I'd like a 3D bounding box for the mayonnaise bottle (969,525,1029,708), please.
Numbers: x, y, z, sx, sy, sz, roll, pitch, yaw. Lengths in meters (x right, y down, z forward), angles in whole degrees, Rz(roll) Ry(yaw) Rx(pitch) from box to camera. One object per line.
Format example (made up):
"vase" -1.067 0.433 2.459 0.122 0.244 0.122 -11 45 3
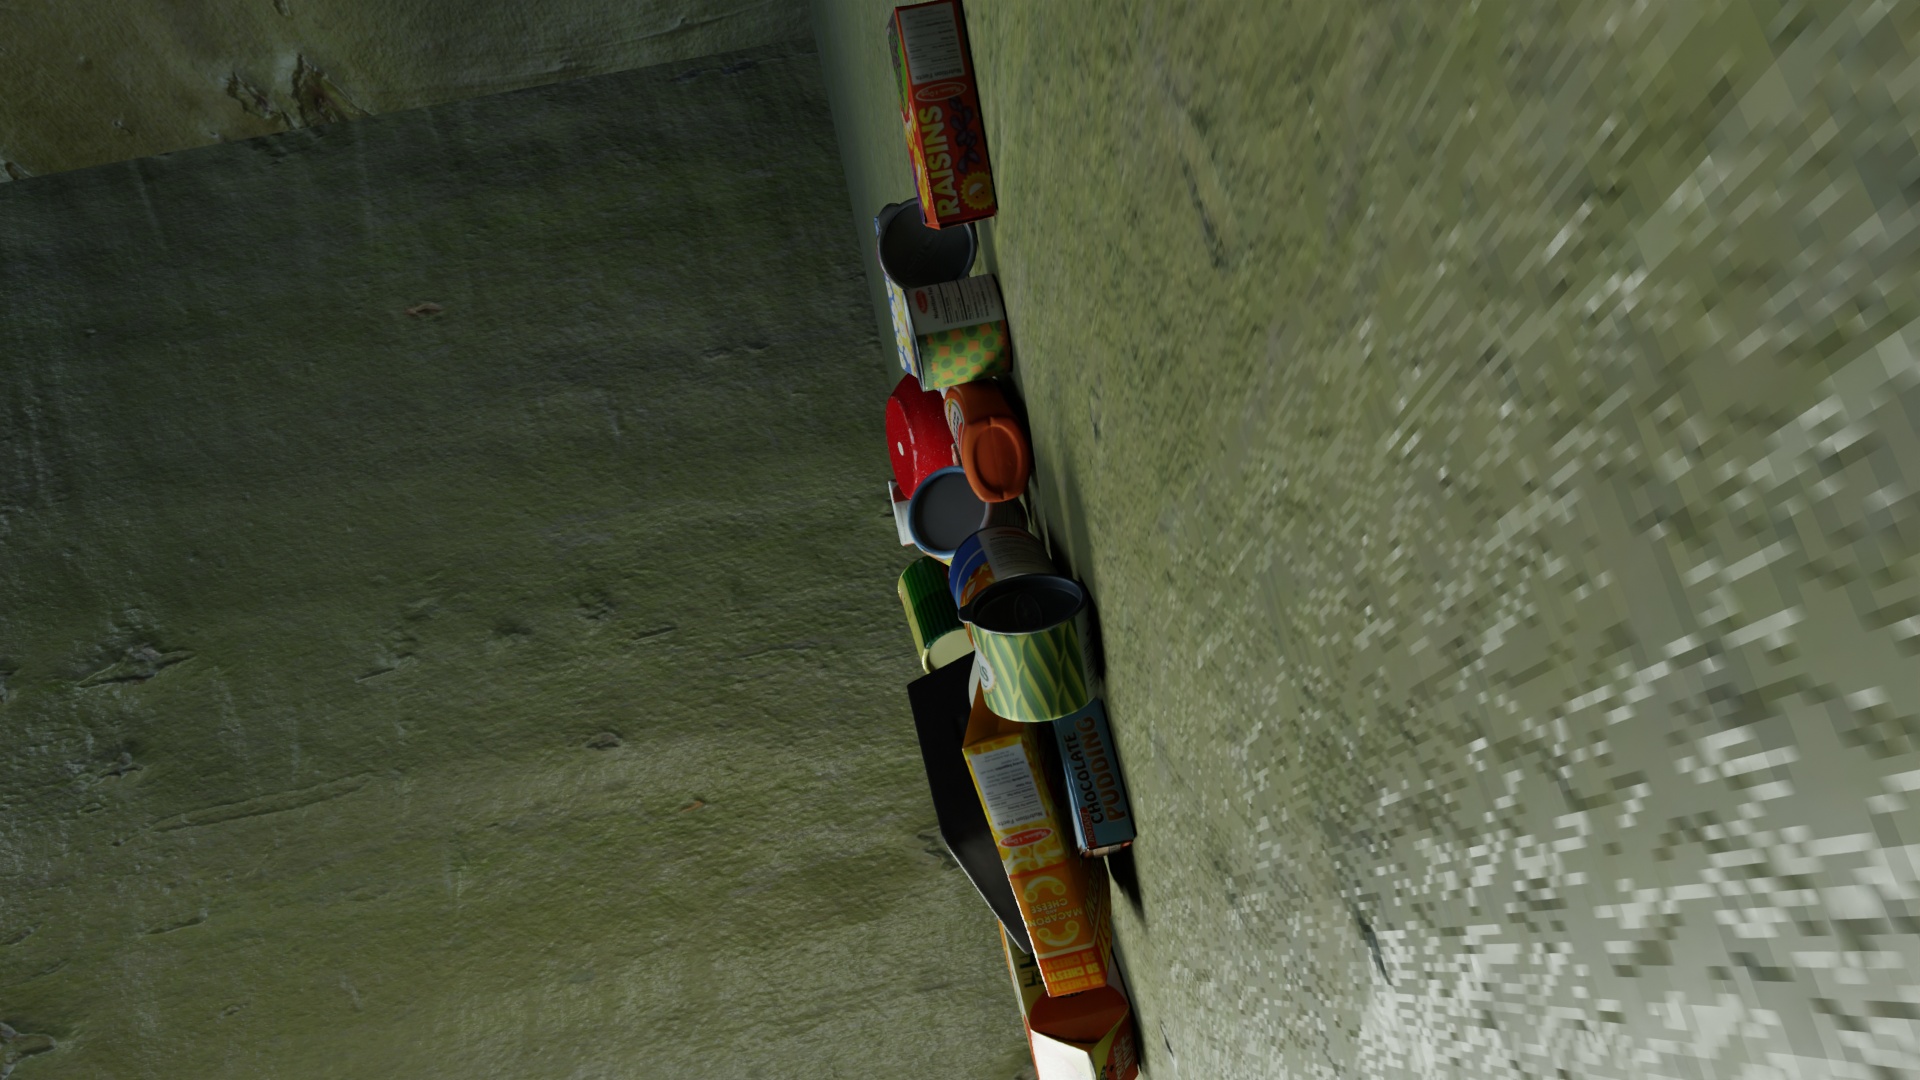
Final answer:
"mayonnaise bottle" 0.034 0.061 0.936 0.041 0.065 0.147 -106 9 -58

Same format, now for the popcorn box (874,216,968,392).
"popcorn box" -0.024 -0.184 1.065 0.085 0.038 0.126 -140 35 -58

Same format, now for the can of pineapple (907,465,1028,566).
"can of pineapple" 0.003 -0.012 0.953 0.058 0.071 0.071 30 -138 -57

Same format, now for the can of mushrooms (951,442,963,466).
"can of mushrooms" 0.015 -0.049 1.094 0.071 0.033 0.071 175 84 -87

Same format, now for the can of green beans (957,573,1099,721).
"can of green beans" 0.041 0.059 0.764 0.071 0.071 0.057 -109 8 -65

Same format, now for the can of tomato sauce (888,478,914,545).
"can of tomato sauce" -0.023 -0.035 1.335 0.071 0.083 0.071 173 85 -86

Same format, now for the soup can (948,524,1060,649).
"soup can" 0.030 0.037 0.846 0.084 0.071 0.071 -112 11 -70

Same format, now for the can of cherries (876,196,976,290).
"can of cherries" -0.026 -0.203 0.951 0.058 0.071 0.071 -113 12 -77

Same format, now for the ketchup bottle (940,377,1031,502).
"ketchup bottle" 0.014 -0.082 0.928 0.149 0.043 0.064 -107 6 -63

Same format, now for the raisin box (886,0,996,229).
"raisin box" -0.012 -0.249 0.822 0.086 0.040 0.123 -119 17 -75

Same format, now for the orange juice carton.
"orange juice carton" 0.078 0.330 1.009 0.193 0.073 0.071 -109 8 -61

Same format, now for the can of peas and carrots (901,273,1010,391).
"can of peas and carrots" -0.002 -0.132 0.890 0.071 0.059 0.071 175 83 -87

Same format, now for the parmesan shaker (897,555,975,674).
"parmesan shaker" -0.010 0.069 1.201 0.103 0.071 0.071 -112 11 -52

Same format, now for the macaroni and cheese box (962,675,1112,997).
"macaroni and cheese box" 0.051 0.169 0.845 0.124 0.040 0.166 -68 -39 -72

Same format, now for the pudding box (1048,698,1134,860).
"pudding box" 0.073 0.136 0.793 0.049 0.030 0.084 85 173 -70
